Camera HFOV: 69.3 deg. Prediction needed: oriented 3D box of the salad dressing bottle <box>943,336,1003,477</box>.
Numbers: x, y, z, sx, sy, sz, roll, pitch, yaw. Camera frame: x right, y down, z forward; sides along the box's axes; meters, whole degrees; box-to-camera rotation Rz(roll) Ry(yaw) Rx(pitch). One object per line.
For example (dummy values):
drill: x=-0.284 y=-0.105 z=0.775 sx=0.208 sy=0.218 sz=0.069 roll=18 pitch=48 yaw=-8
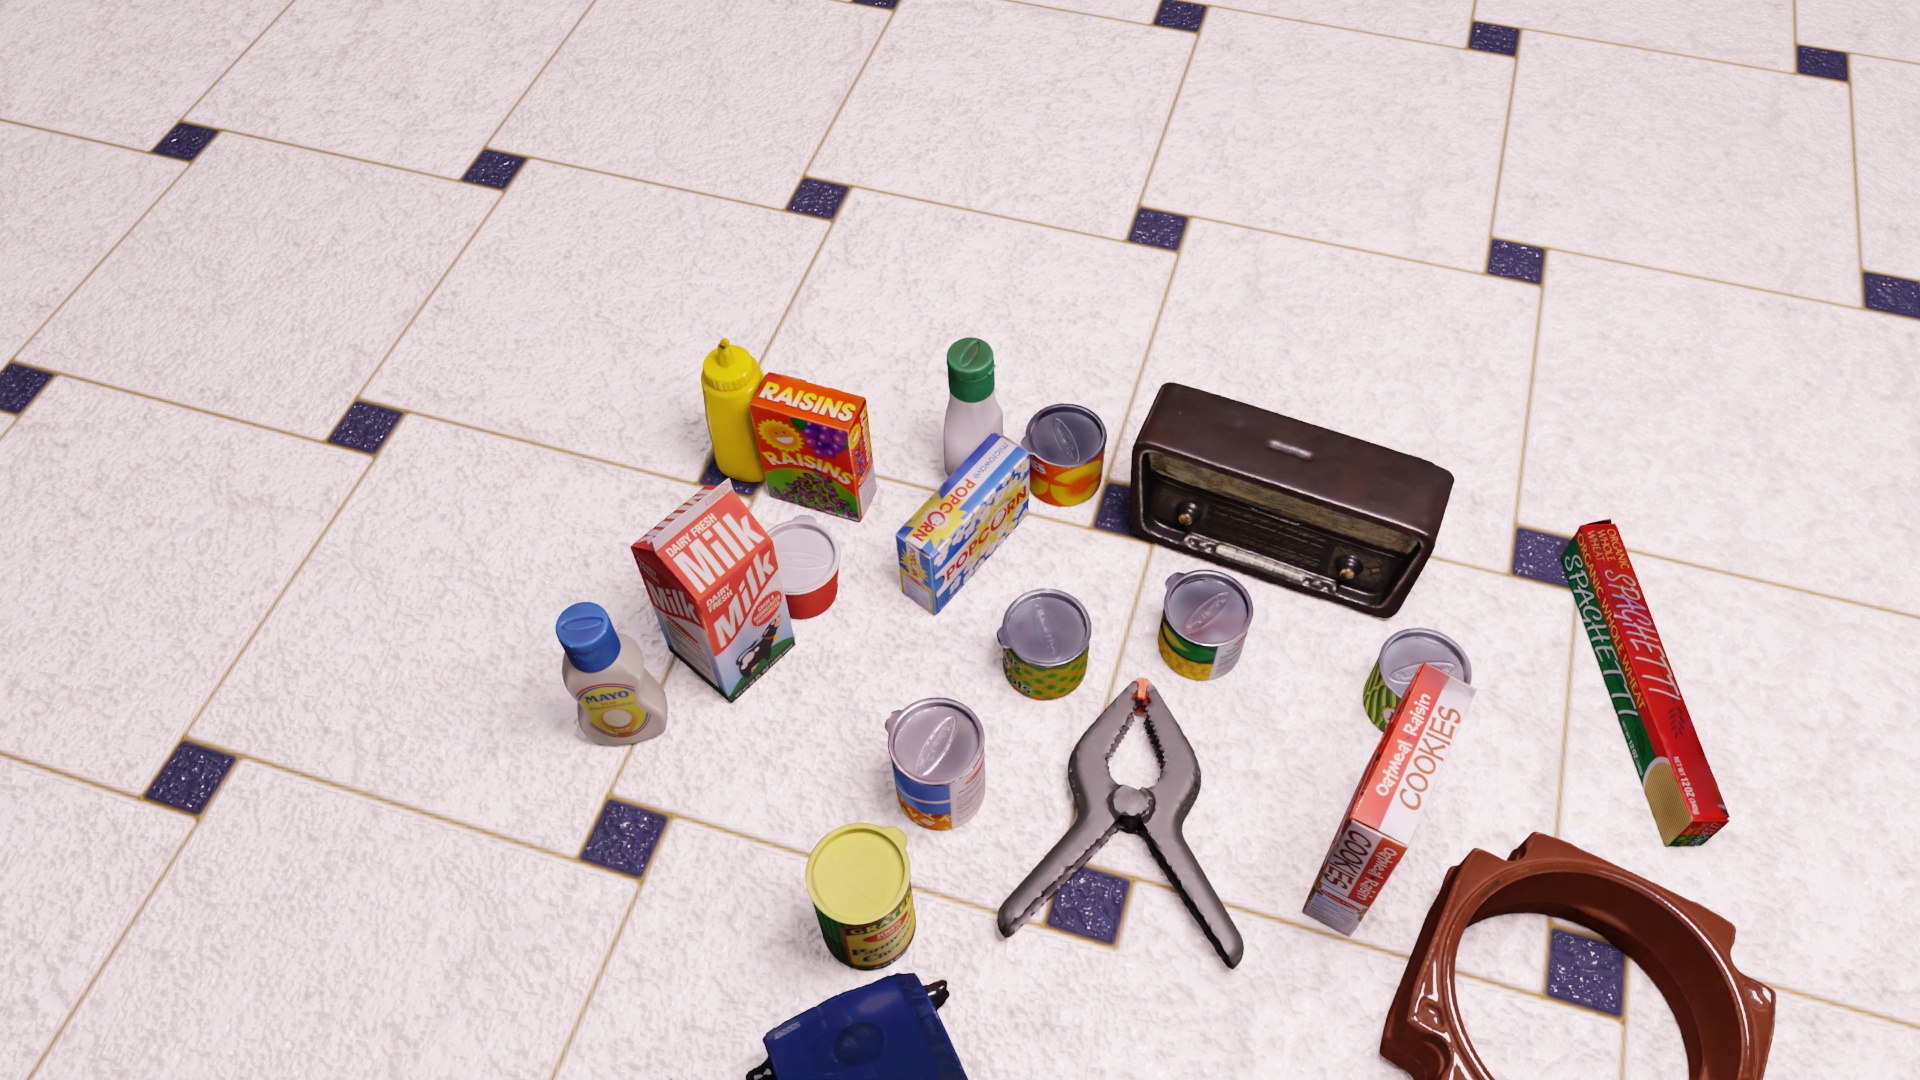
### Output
salad dressing bottle: x=0.010 y=-0.102 z=1.115 sx=0.044 sy=0.147 sz=0.064 roll=22 pitch=60 yaw=15

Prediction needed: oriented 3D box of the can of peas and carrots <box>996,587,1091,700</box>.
can of peas and carrots: x=0.062 y=0.080 z=1.045 sx=0.071 sy=0.058 sz=0.071 roll=-1 pitch=56 yaw=1

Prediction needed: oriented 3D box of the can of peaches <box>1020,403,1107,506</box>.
can of peaches: x=0.084 y=-0.069 z=1.145 sx=0.071 sy=0.057 sz=0.071 roll=-1 pitch=56 yaw=1

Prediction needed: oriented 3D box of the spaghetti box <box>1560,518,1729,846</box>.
spaghetti box: x=0.500 y=0.100 z=1.026 sx=0.029 sy=0.050 sz=0.251 roll=-4 pitch=56 yaw=-1

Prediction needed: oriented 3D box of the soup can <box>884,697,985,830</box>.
soup can: x=-0.018 y=0.157 z=0.979 sx=0.071 sy=0.083 sz=0.072 roll=-1 pitch=56 yaw=1

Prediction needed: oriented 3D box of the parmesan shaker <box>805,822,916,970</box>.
parmesan shaker: x=-0.061 y=0.235 z=0.916 sx=0.071 sy=0.102 sz=0.071 roll=-1 pitch=56 yaw=1

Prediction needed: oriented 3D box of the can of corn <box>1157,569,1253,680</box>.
can of corn: x=0.183 y=0.063 z=1.053 sx=0.071 sy=0.058 sz=0.071 roll=-1 pitch=56 yaw=1

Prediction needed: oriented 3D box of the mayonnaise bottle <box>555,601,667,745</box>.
mayonnaise bottle: x=-0.252 y=0.096 z=0.987 sx=0.065 sy=0.147 sz=0.041 roll=-8 pitch=56 yaw=-4

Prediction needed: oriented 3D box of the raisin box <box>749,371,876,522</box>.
raisin box: x=-0.116 y=-0.074 z=1.114 sx=0.086 sy=0.122 sz=0.040 roll=17 pitch=58 yaw=12

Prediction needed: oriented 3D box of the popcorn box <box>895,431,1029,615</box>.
popcorn box: x=0.004 y=-0.014 z=1.093 sx=0.038 sy=0.084 sz=0.127 roll=32 pitch=63 yaw=21

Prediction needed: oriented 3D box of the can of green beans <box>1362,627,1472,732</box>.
can of green beans: x=0.334 y=0.107 z=1.020 sx=0.071 sy=0.057 sz=0.071 roll=-1 pitch=56 yaw=1

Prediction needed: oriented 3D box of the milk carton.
milk carton: x=-0.178 y=0.031 z=1.004 sx=0.073 sy=0.189 sz=0.072 roll=36 pitch=64 yaw=23

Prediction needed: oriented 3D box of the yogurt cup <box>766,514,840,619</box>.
yogurt cup: x=-0.126 y=0.026 z=1.089 sx=0.072 sy=0.053 sz=0.073 roll=-1 pitch=56 yaw=1

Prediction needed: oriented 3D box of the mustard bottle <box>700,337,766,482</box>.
mustard bottle: x=-0.180 y=-0.113 z=1.120 sx=0.049 sy=0.159 sz=0.065 roll=7 pitch=57 yaw=6

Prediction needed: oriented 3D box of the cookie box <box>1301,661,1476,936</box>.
cookie box: x=0.277 y=0.173 z=0.911 sx=0.040 sy=0.166 sz=0.123 roll=25 pitch=60 yaw=17
